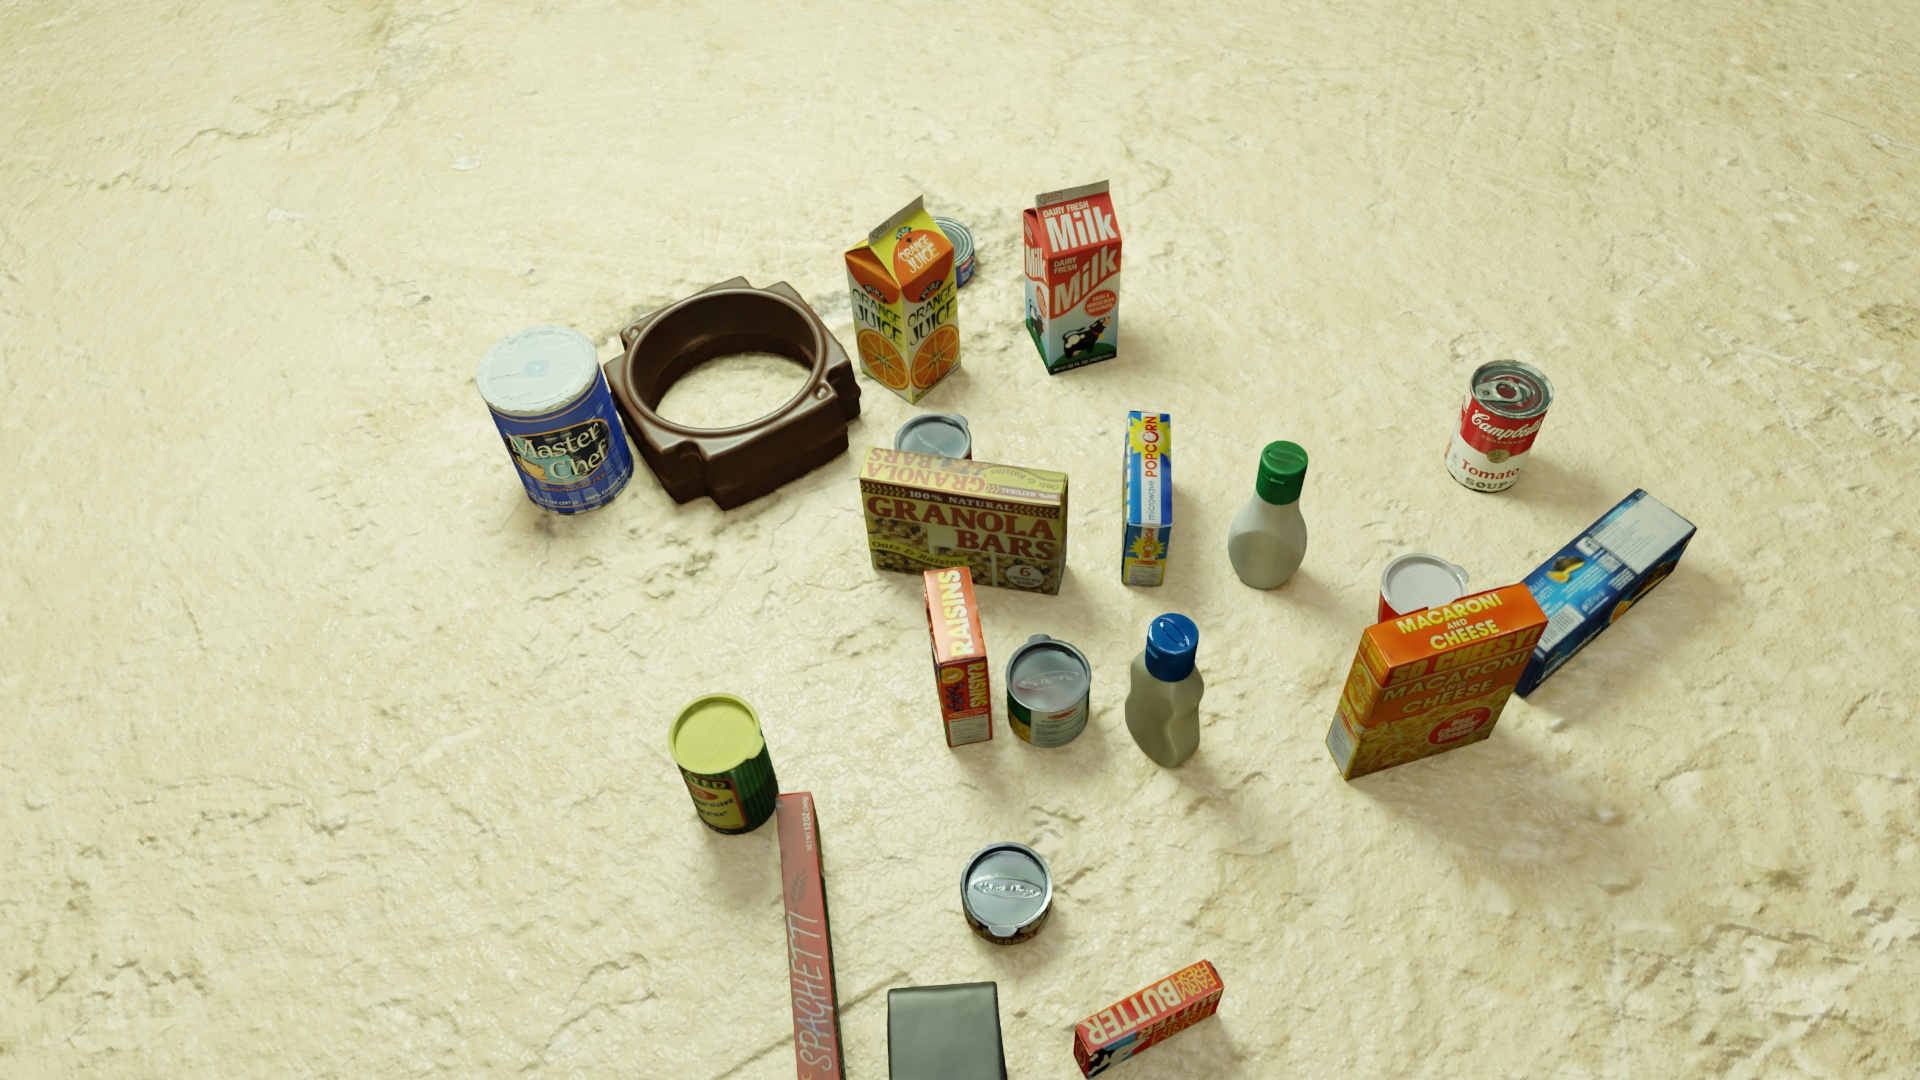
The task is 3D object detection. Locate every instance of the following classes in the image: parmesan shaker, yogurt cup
[{"bbox_3d":[-0.171,0.168,1.030,0.071,0.102,0.071,-1,52,2],"label":"parmesan shaker"},{"bbox_3d":[0.370,0.052,1.123,0.072,0.053,0.073,-1,52,2],"label":"yogurt cup"}]

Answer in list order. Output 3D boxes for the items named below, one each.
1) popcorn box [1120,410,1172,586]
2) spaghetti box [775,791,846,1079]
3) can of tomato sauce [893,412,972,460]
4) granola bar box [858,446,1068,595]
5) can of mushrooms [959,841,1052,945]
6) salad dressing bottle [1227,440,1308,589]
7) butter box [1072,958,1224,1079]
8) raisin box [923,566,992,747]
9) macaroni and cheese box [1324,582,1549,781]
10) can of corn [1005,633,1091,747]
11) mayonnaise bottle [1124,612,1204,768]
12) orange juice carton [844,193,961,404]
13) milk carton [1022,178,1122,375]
[{"bbox_3d":[0.158,-0.036,1.182,0.038,0.084,0.127,2,53,5],"label":"popcorn box"},{"bbox_3d":[-0.103,0.296,0.961,0.029,0.050,0.251,-9,52,-4],"label":"spaghetti box"},{"bbox_3d":[-0.021,-0.061,1.212,0.071,0.082,0.071,-1,52,2],"label":"can of tomato sauce"},{"bbox_3d":[0.004,-0.014,1.149,0.165,0.123,0.039,8,53,9],"label":"granola bar box"},{"bbox_3d":[0.033,0.255,0.996,0.071,0.033,0.071,-1,52,2],"label":"can of mushrooms"},{"bbox_3d":[0.253,-0.020,1.126,0.064,0.146,0.044,16,55,15],"label":"salad dressing bottle"},{"bbox_3d":[0.125,0.320,0.929,0.104,0.052,0.024,-22,55,-14],"label":"butter box"},{"bbox_3d":[-0.002,0.090,1.069,0.040,0.122,0.086,-8,53,-3],"label":"raisin box"},{"bbox_3d":[0.342,0.105,1.013,0.124,0.165,0.040,-15,53,-8],"label":"macaroni and cheese box"},{"bbox_3d":[0.068,0.118,1.085,0.071,0.058,0.071,-1,52,2],"label":"can of corn"},{"bbox_3d":[0.153,0.109,1.031,0.041,0.147,0.065,-30,57,-19],"label":"mayonnaise bottle"},{"bbox_3d":[-0.052,-0.225,1.271,0.073,0.191,0.072,35,62,26],"label":"orange juice carton"},{"bbox_3d":[0.102,-0.251,1.285,0.072,0.189,0.074,-15,53,-8],"label":"milk carton"}]
